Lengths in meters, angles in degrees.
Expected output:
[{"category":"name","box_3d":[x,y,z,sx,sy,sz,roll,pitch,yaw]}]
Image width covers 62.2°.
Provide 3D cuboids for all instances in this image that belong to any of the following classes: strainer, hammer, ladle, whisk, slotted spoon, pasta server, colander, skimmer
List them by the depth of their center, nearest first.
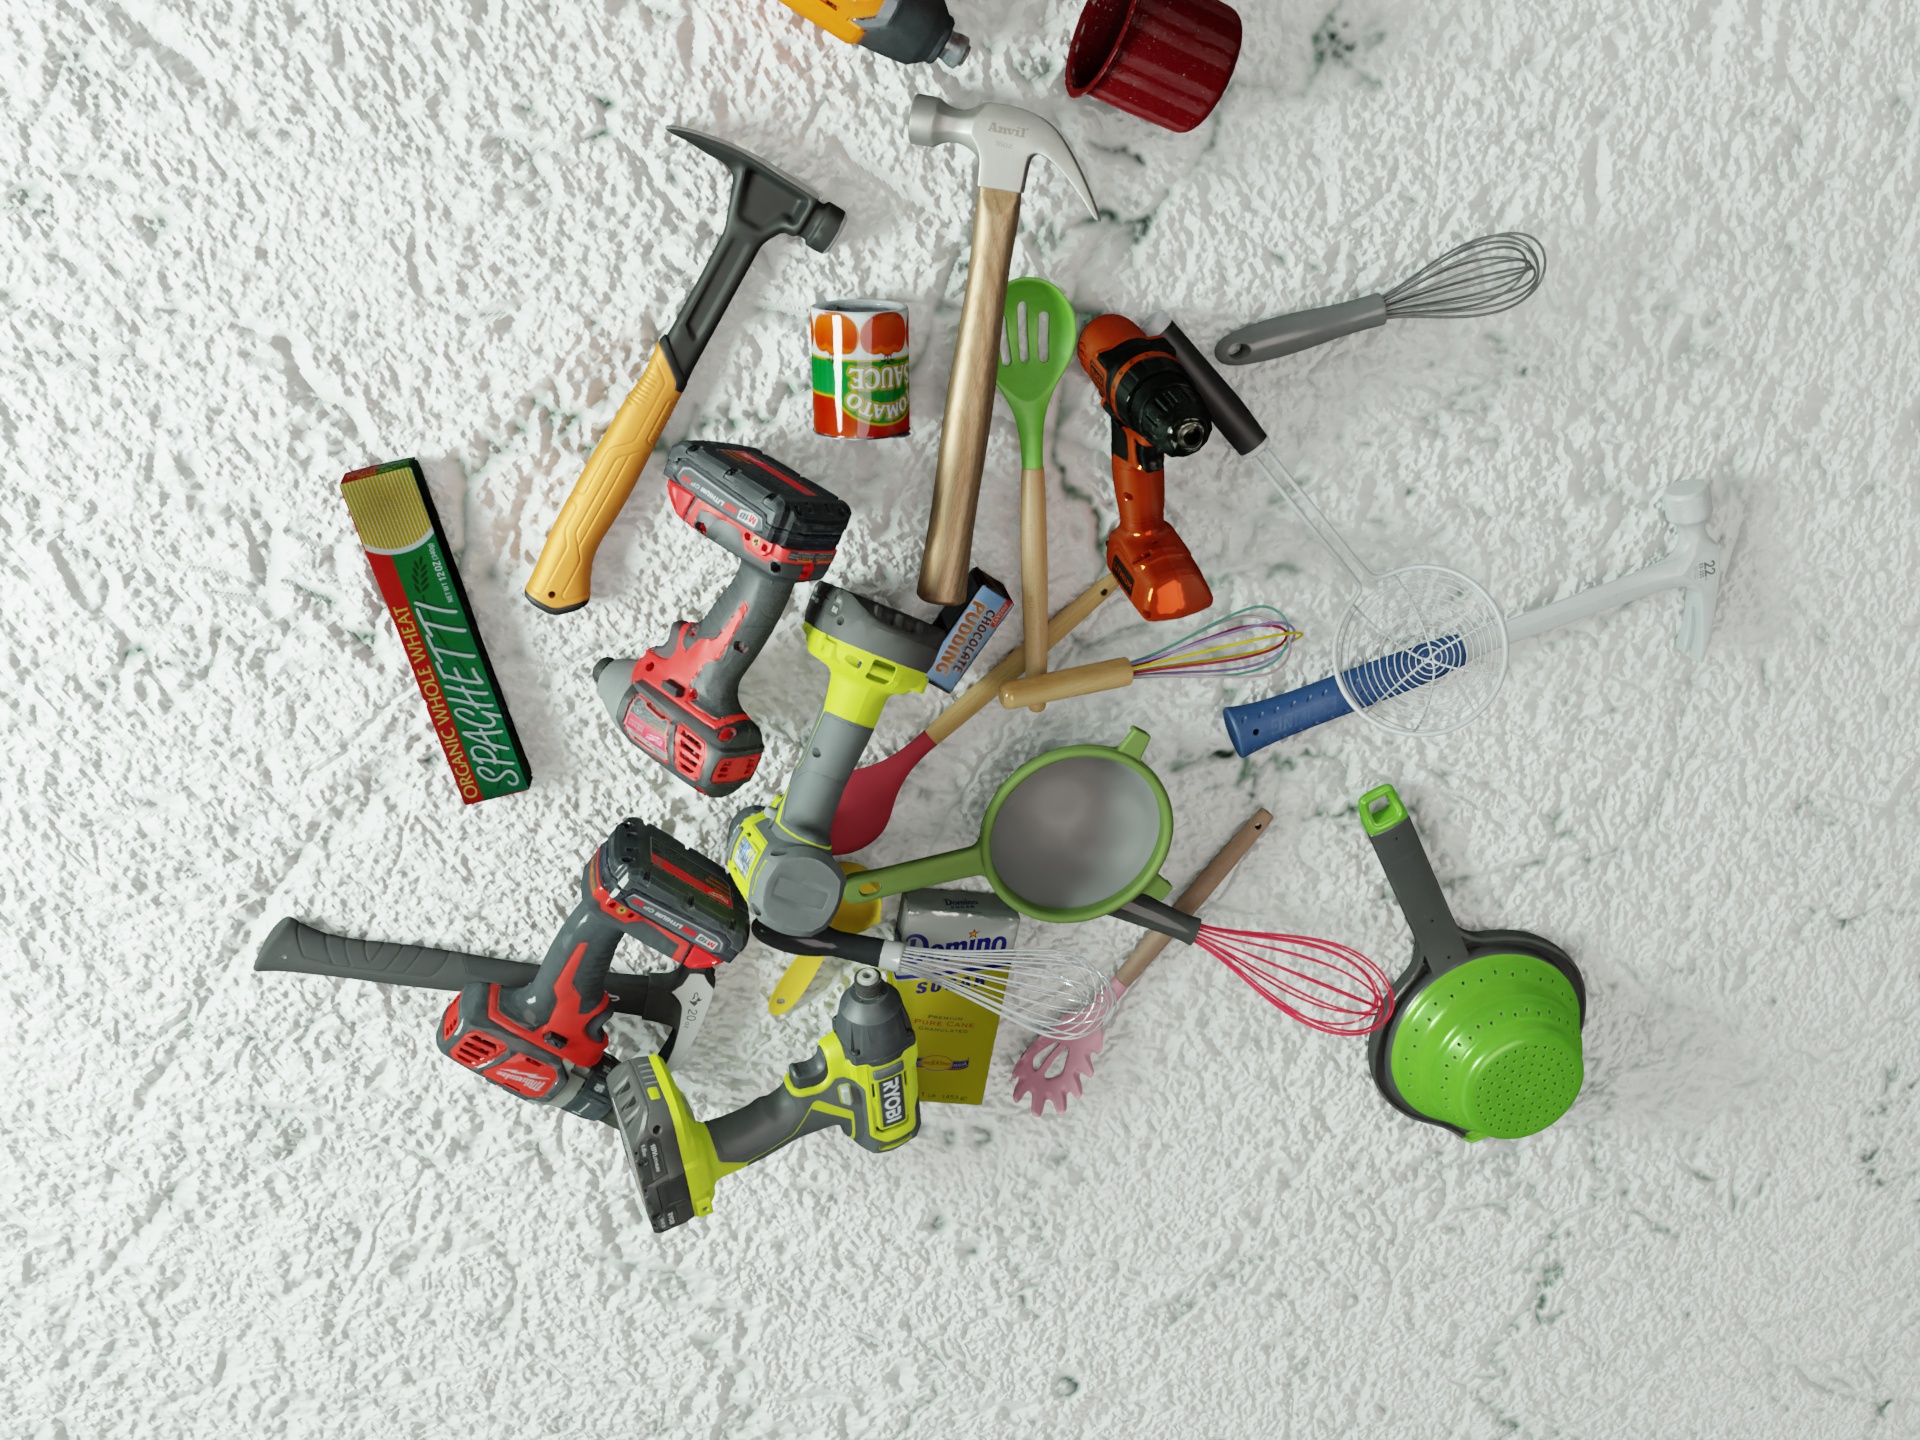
[{"category":"hammer","box_3d":[-0.211,-0.220,1.060,0.127,0.034,0.337,26,106,-20]},{"category":"hammer","box_3d":[0.012,-0.237,1.066,0.130,0.031,0.331,11,111,5]},{"category":"whisk","box_3d":[0.294,-0.292,1.118,0.239,0.055,0.055,-16,115,1]},{"category":"slotted spoon","box_3d":[0.050,-0.154,1.130,0.070,0.031,0.313,-5,110,-6]},{"category":"skimmer","box_3d":[0.251,-0.142,1.132,0.127,0.090,0.363,-38,108,19]},{"category":"whisk","box_3d":[0.144,-0.043,1.177,0.245,0.047,0.051,-12,109,-17]},{"category":"ladle","box_3d":[-0.002,-0.004,1.196,0.315,0.031,0.069,-41,113,6]},{"category":"whisk","box_3d":[-0.021,0.185,1.210,0.284,0.070,0.070,13,111,3]},{"category":"hammer","box_3d":[-0.359,0.199,1.211,0.334,0.035,0.146,10,110,-14]},{"category":"strainer","box_3d":[0.032,0.088,1.217,0.256,0.069,0.151,-14,116,-3]},{"category":"hammer","box_3d":[0.403,-0.054,1.243,0.405,0.035,0.144,-20,115,-2]},{"category":"whisk","box_3d":[0.205,0.175,1.262,0.296,0.073,0.073,22,108,2]},{"category":"pasta server","box_3d":[0.150,0.196,1.302,0.060,0.040,0.316,37,101,-7]},{"category":"colander","box_3d":[0.427,0.226,1.334,0.204,0.095,0.396,-29,115,2]}]

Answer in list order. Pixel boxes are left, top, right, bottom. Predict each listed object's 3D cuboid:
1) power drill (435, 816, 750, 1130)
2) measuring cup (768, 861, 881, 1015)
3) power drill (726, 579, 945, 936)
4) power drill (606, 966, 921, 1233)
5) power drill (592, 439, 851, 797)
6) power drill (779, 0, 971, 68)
[{"category":"power drill","box_3d":[-0.249,0.202,1.173,0.187,0.080,0.226,35,105,-25]},{"category":"measuring cup","box_3d":[-0.113,0.173,1.255,0.062,0.029,0.156,26,118,-15]},{"category":"power drill","box_3d":[-0.102,0.023,1.118,0.080,0.191,0.228,21,93,-19]},{"category":"power drill","box_3d":[-0.139,0.277,1.182,0.223,0.080,0.171,-18,129,-19]},{"category":"power drill","box_3d":[-0.173,-0.072,1.084,0.078,0.143,0.219,-8,126,-57]},{"category":"power drill","box_3d":[-0.024,-0.515,0.946,0.164,0.084,0.226,26,110,-20]}]
